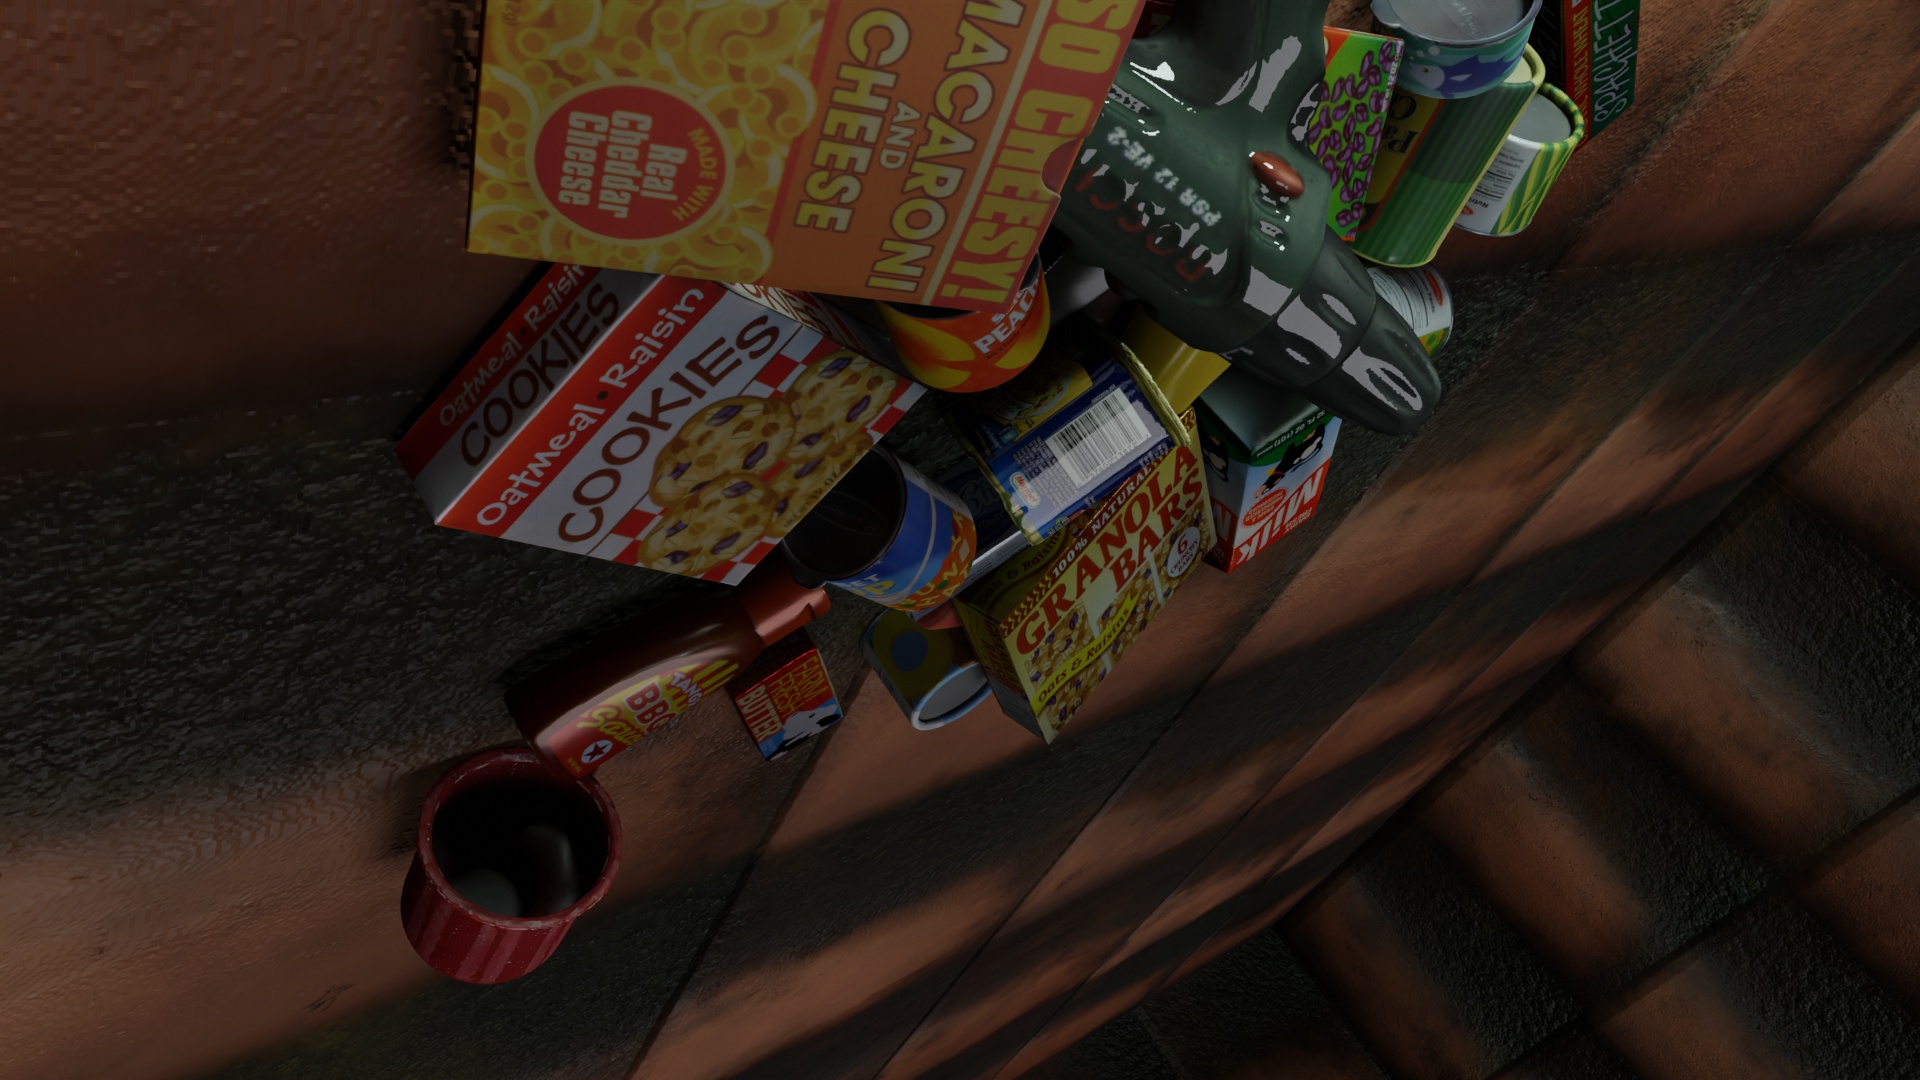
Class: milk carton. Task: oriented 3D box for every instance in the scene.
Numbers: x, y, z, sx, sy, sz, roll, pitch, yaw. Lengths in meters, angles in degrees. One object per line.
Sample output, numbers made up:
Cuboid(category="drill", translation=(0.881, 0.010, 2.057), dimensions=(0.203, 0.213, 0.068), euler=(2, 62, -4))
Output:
Cuboid(category="milk carton", translation=(0.169, -0.046, 0.831), dimensions=(0.072, 0.073, 0.189), euler=(-34, 155, -11))

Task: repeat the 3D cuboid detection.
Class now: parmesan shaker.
Cuboid(category="parmesan shaker", translation=(0.220, -0.193, 0.663), dimensions=(0.071, 0.071, 0.102), euler=(-21, 149, -31))

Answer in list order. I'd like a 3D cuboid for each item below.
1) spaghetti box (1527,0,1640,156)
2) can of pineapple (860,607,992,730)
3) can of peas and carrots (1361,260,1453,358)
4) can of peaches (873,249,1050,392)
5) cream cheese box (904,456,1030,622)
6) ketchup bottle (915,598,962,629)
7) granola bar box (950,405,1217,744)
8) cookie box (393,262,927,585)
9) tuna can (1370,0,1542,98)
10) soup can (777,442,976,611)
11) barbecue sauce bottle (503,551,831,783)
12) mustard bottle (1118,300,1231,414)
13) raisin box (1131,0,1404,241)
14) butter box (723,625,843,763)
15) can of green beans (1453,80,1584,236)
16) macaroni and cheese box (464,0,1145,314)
Cuboid(category="spaghetti box", translation=(0.307, -0.268, 0.686), dimensions=(0.050, 0.029, 0.250), euler=(-42, 154, 9))
Cuboid(category="can of pineapple", translation=(-0.014, 0.066, 0.803), dimensions=(0.071, 0.058, 0.070), euler=(-29, 153, -16))
Cuboid(category="can of peas and carrots", translation=(0.233, -0.125, 0.791), dimensions=(0.059, 0.071, 0.070), euler=(-20, 150, -30))
Cuboid(category="can of peaches", translation=(0.001, -0.097, 0.532), dimensions=(0.071, 0.071, 0.058), euler=(-35, 155, -6))
Cuboid(category="cream cheese box", translation=(0.003, -0.009, 0.703), dimensions=(0.104, 0.053, 0.024), euler=(-33, 156, -8))
Cuboid(category="ketchup bottle", translation=(0.031, 0.016, 0.793), dimensions=(0.149, 0.043, 0.064), euler=(-2, 129, -51))
Cuboid(category="granola bar box", translation=(0.073, 0.014, 0.770), dimensions=(0.166, 0.039, 0.123), euler=(-47, 144, -20))
Cuboid(category="cookie box", translation=(-0.103, -0.047, 0.520), dimensions=(0.122, 0.040, 0.167), euler=(-44, 155, 14))
Cuboid(category="tuna can", translation=(0.208, -0.223, 0.592), dimensions=(0.071, 0.071, 0.032), euler=(-33, 155, -9))
Cuboid(category="soup can", translation=(-0.039, -0.004, 0.641), dimensions=(0.071, 0.071, 0.083), euler=(-41, 155, 9))
Cuboid(category="barbecue sauce bottle", translation=(-0.133, 0.054, 0.647), dimensions=(0.149, 0.044, 0.064), euler=(-31, 153, -14))
Cuboid(category="mustard bottle", translation=(0.111, -0.104, 0.688), dimensions=(0.065, 0.049, 0.159), euler=(-7, 142, -48))
Cuboid(category="raisin box", translation=(0.119, -0.166, 0.560), dimensions=(0.124, 0.040, 0.085), euler=(-8, 119, -38))
Cuboid(category="butter box", translation=(-0.098, 0.084, 0.765), dimensions=(0.053, 0.024, 0.103), euler=(-32, 155, -13))
Cuboid(category="can of green beans", translation=(0.277, -0.201, 0.717), dimensions=(0.071, 0.071, 0.057), euler=(-24, 151, -26))
Cuboid(category="macaroni and cheese box", translation=(-0.046, -0.127, 0.386), dimensions=(0.167, 0.040, 0.123), euler=(3, 139, -21))
